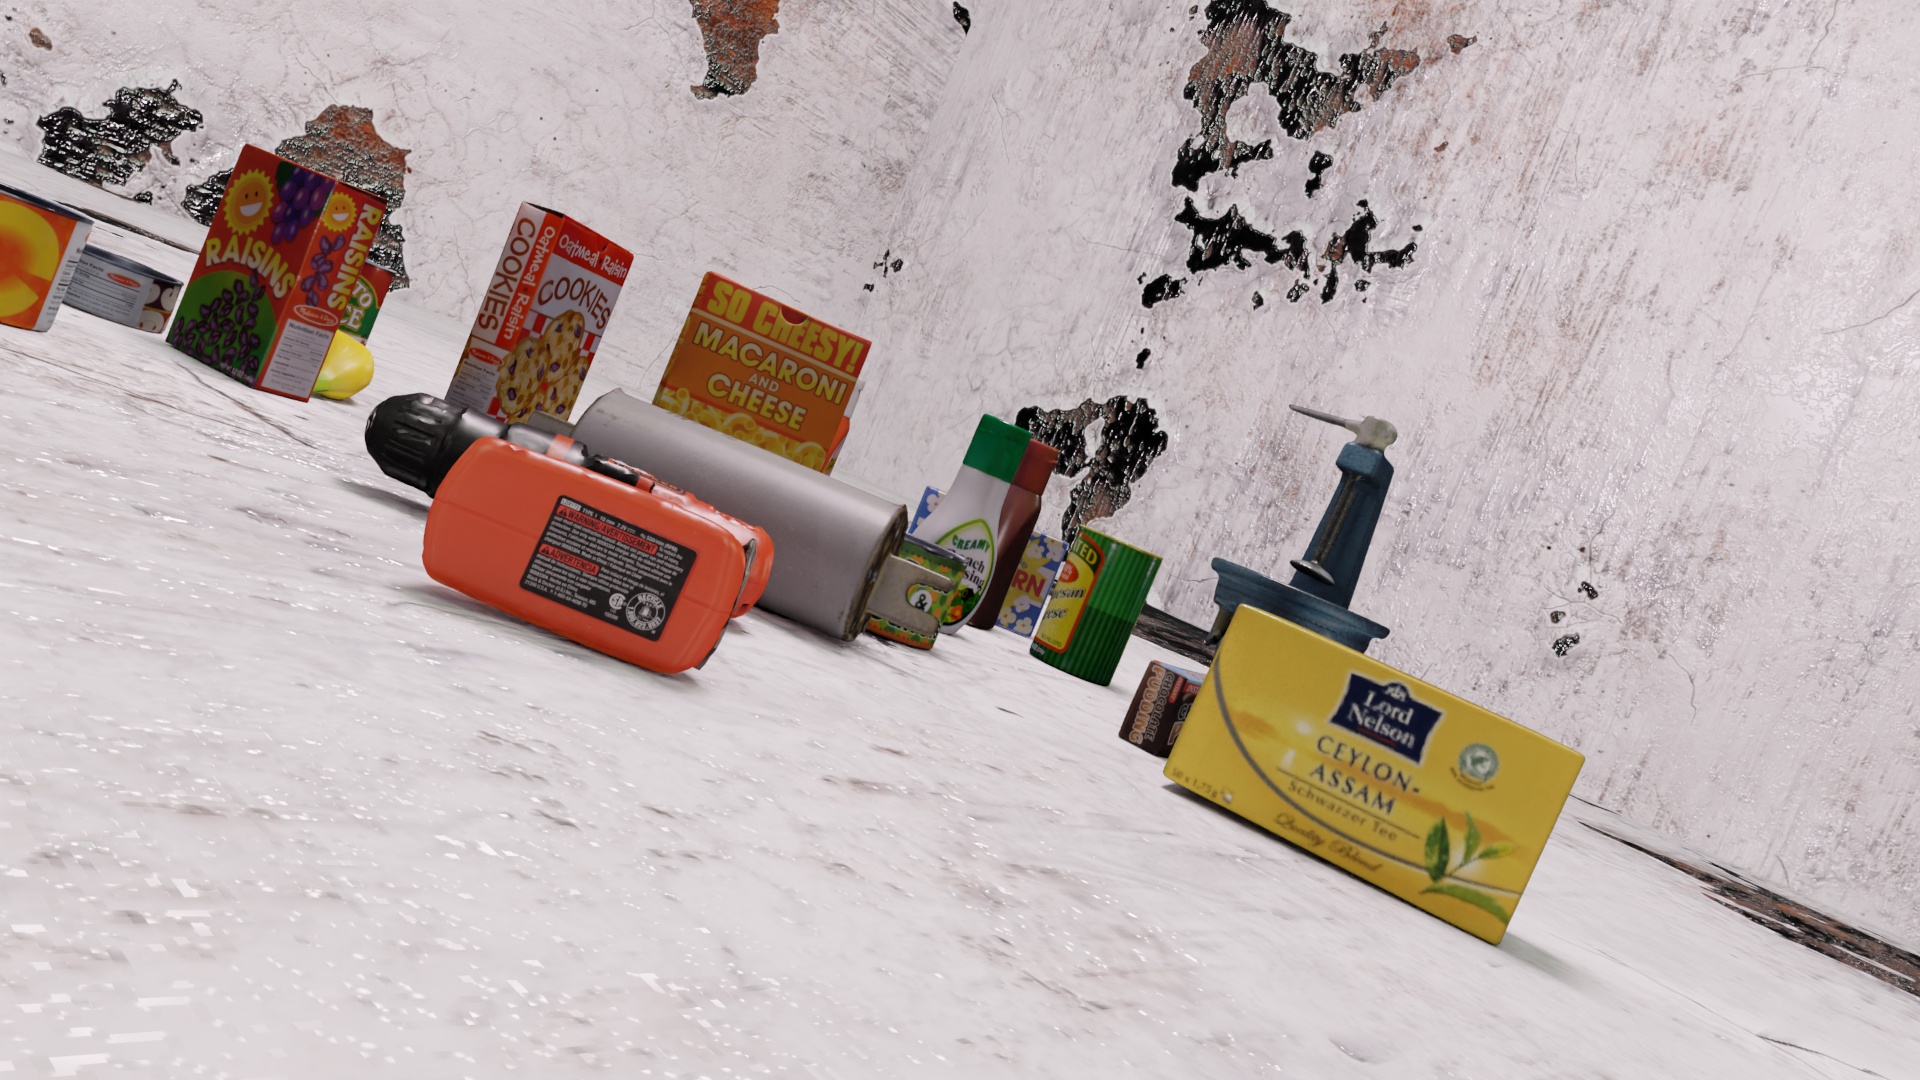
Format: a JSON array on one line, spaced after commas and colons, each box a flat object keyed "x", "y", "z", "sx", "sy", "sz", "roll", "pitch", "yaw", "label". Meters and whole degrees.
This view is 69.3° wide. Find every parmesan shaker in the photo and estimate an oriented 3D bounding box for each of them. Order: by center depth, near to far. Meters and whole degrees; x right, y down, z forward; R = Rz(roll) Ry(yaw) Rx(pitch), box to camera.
[{"x": 0.100, "y": 0.048, "z": 1.019, "sx": 0.071, "sy": 0.103, "sz": 0.071, "roll": 22, "pitch": 2, "yaw": -1, "label": "parmesan shaker"}]

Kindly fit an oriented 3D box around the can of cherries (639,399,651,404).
[{"x": -0.255, "y": -0.081, "z": 1.171, "sx": 0.071, "sy": 0.058, "sz": 0.071, "roll": 22, "pitch": 2, "yaw": -1, "label": "can of cherries"}]

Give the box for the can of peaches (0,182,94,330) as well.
[{"x": -0.452, "y": -0.137, "z": 0.645, "sx": 0.071, "sy": 0.058, "sz": 0.071, "roll": 22, "pitch": 2, "yaw": -1, "label": "can of peaches"}]

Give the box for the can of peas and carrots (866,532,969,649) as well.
[{"x": -0.035, "y": 0.027, "z": 0.818, "sx": 0.071, "sy": 0.058, "sz": 0.071, "roll": 22, "pitch": 2, "yaw": -1, "label": "can of peas and carrots"}]

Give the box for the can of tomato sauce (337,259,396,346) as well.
[{"x": -0.452, "y": -0.167, "z": 0.993, "sx": 0.071, "sy": 0.083, "sz": 0.071, "roll": 22, "pitch": 2, "yaw": -1, "label": "can of tomato sauce"}]

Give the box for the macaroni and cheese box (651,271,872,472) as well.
[{"x": -0.150, "y": -0.087, "z": 0.969, "sx": 0.124, "sy": 0.166, "sz": 0.040, "roll": 22, "pitch": 2, "yaw": -20, "label": "macaroni and cheese box"}]

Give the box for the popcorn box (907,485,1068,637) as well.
[{"x": 0.015, "y": 0.017, "z": 1.139, "sx": 0.127, "sy": 0.085, "sz": 0.038, "roll": 22, "pitch": 2, "yaw": -7, "label": "popcorn box"}]

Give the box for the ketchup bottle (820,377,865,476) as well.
[{"x": -0.131, "y": -0.083, "z": 1.255, "sx": 0.043, "sy": 0.148, "sz": 0.065, "roll": 22, "pitch": 2, "yaw": 0, "label": "ketchup bottle"}]

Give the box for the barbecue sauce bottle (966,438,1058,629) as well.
[{"x": 0.032, "y": -0.007, "z": 1.067, "sx": 0.044, "sy": 0.148, "sz": 0.065, "roll": 23, "pitch": 2, "yaw": 15, "label": "barbecue sauce bottle"}]

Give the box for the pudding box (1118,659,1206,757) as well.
[{"x": 0.132, "y": 0.101, "z": 0.805, "sx": 0.030, "sy": 0.049, "sz": 0.083, "roll": 24, "pitch": 3, "yaw": 39, "label": "pudding box"}]

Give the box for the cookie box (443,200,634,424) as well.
[{"x": -0.317, "y": -0.160, "z": 1.056, "sx": 0.040, "sy": 0.167, "sz": 0.123, "roll": 23, "pitch": 2, "yaw": 10, "label": "cookie box"}]

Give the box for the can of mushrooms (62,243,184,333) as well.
[{"x": -0.493, "y": -0.148, "z": 0.809, "sx": 0.071, "sy": 0.033, "sz": 0.071, "roll": 22, "pitch": 2, "yaw": -1, "label": "can of mushrooms"}]

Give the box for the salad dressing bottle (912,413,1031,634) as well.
[{"x": 0.003, "y": -0.012, "z": 0.939, "sx": 0.064, "sy": 0.147, "sz": 0.044, "roll": 21, "pitch": 2, "yaw": -29, "label": "salad dressing bottle"}]

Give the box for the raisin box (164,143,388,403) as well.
[{"x": -0.384, "y": -0.151, "z": 0.781, "sx": 0.086, "sy": 0.123, "sz": 0.040, "roll": 24, "pitch": 2, "yaw": 26, "label": "raisin box"}]
